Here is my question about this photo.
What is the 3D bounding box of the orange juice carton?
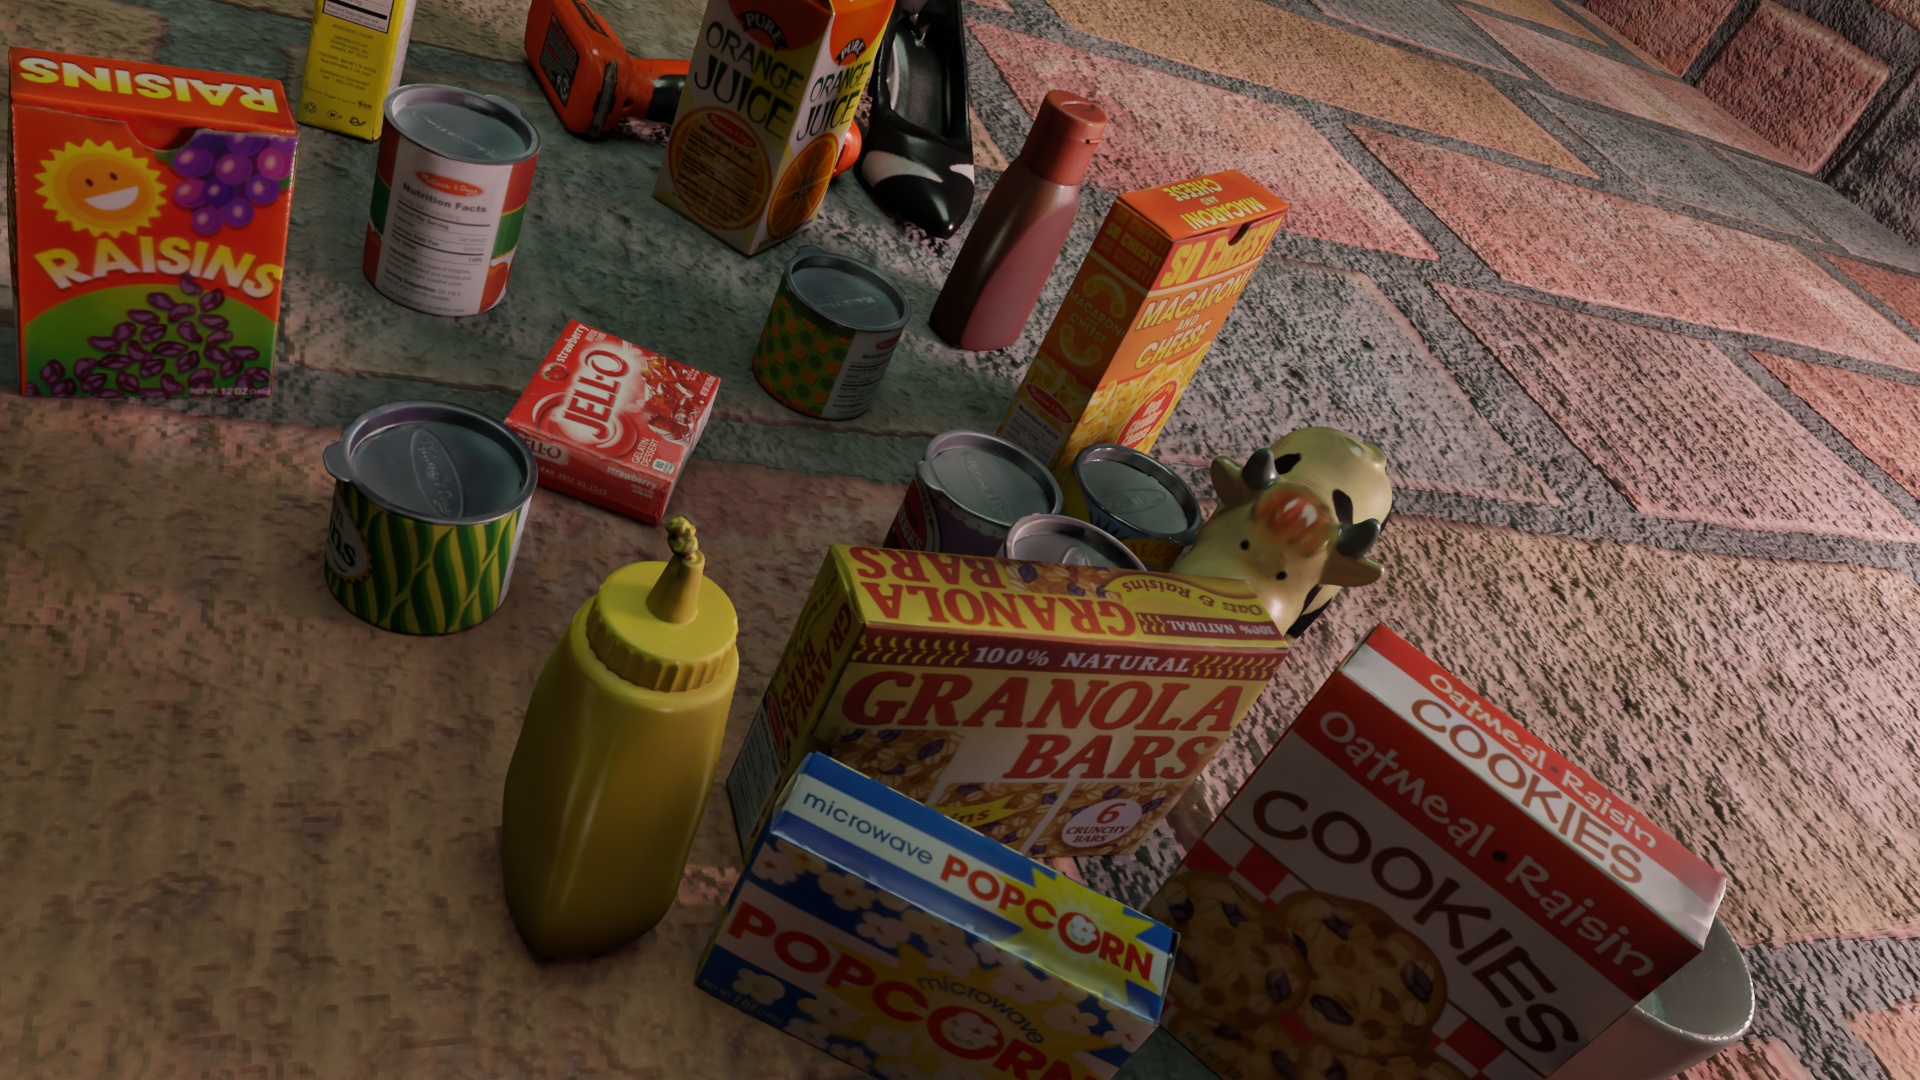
[{"bbox_3d":[-0.098,-0.261,0.761,0.073,0.191,0.072,33,36,8],"label":"orange juice carton"}]

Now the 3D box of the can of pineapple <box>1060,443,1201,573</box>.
[{"bbox_3d":[0.074,-0.003,0.666,0.071,0.057,0.071,17,37,-13],"label":"can of pineapple"}]

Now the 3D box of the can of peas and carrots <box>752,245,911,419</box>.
[{"bbox_3d":[-0.067,-0.105,0.701,0.071,0.058,0.071,17,37,-13],"label":"can of peas and carrots"}]

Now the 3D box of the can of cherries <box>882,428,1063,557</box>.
[{"bbox_3d":[0.002,-0.008,0.626,0.071,0.058,0.072,17,37,-13],"label":"can of cherries"}]

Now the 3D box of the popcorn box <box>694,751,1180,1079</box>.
[{"bbox_3d":[-0.010,0.128,0.428,0.127,0.084,0.038,27,36,-1],"label":"popcorn box"}]

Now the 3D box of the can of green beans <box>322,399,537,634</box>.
[{"bbox_3d":[-0.193,-0.008,0.503,0.071,0.057,0.071,17,37,-13],"label":"can of green beans"}]

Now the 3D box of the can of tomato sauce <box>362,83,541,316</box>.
[{"bbox_3d":[-0.234,-0.156,0.638,0.071,0.082,0.071,17,37,-14],"label":"can of tomato sauce"}]

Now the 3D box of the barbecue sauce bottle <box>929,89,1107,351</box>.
[{"bbox_3d":[0.035,-0.177,0.779,0.044,0.147,0.065,45,39,22],"label":"barbecue sauce bottle"}]

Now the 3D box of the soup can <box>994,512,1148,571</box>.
[{"bbox_3d":[0.034,0.043,0.563,0.071,0.083,0.072,17,37,-14],"label":"soup can"}]

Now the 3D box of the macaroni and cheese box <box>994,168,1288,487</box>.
[{"bbox_3d":[0.088,-0.100,0.702,0.040,0.165,0.124,41,38,18],"label":"macaroni and cheese box"}]

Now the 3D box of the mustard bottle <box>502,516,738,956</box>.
[{"bbox_3d":[-0.095,0.055,0.400,0.049,0.159,0.065,-1,44,-33],"label":"mustard bottle"}]

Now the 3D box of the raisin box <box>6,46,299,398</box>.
[{"bbox_3d":[-0.296,-0.110,0.508,0.086,0.122,0.040,-2,45,-34],"label":"raisin box"}]

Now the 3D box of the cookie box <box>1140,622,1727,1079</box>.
[{"bbox_3d":[0.137,0.126,0.454,0.123,0.166,0.040,39,37,15],"label":"cookie box"}]

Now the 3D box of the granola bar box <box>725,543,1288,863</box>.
[{"bbox_3d":[0.016,0.063,0.491,0.166,0.123,0.039,5,41,-28],"label":"granola bar box"}]
